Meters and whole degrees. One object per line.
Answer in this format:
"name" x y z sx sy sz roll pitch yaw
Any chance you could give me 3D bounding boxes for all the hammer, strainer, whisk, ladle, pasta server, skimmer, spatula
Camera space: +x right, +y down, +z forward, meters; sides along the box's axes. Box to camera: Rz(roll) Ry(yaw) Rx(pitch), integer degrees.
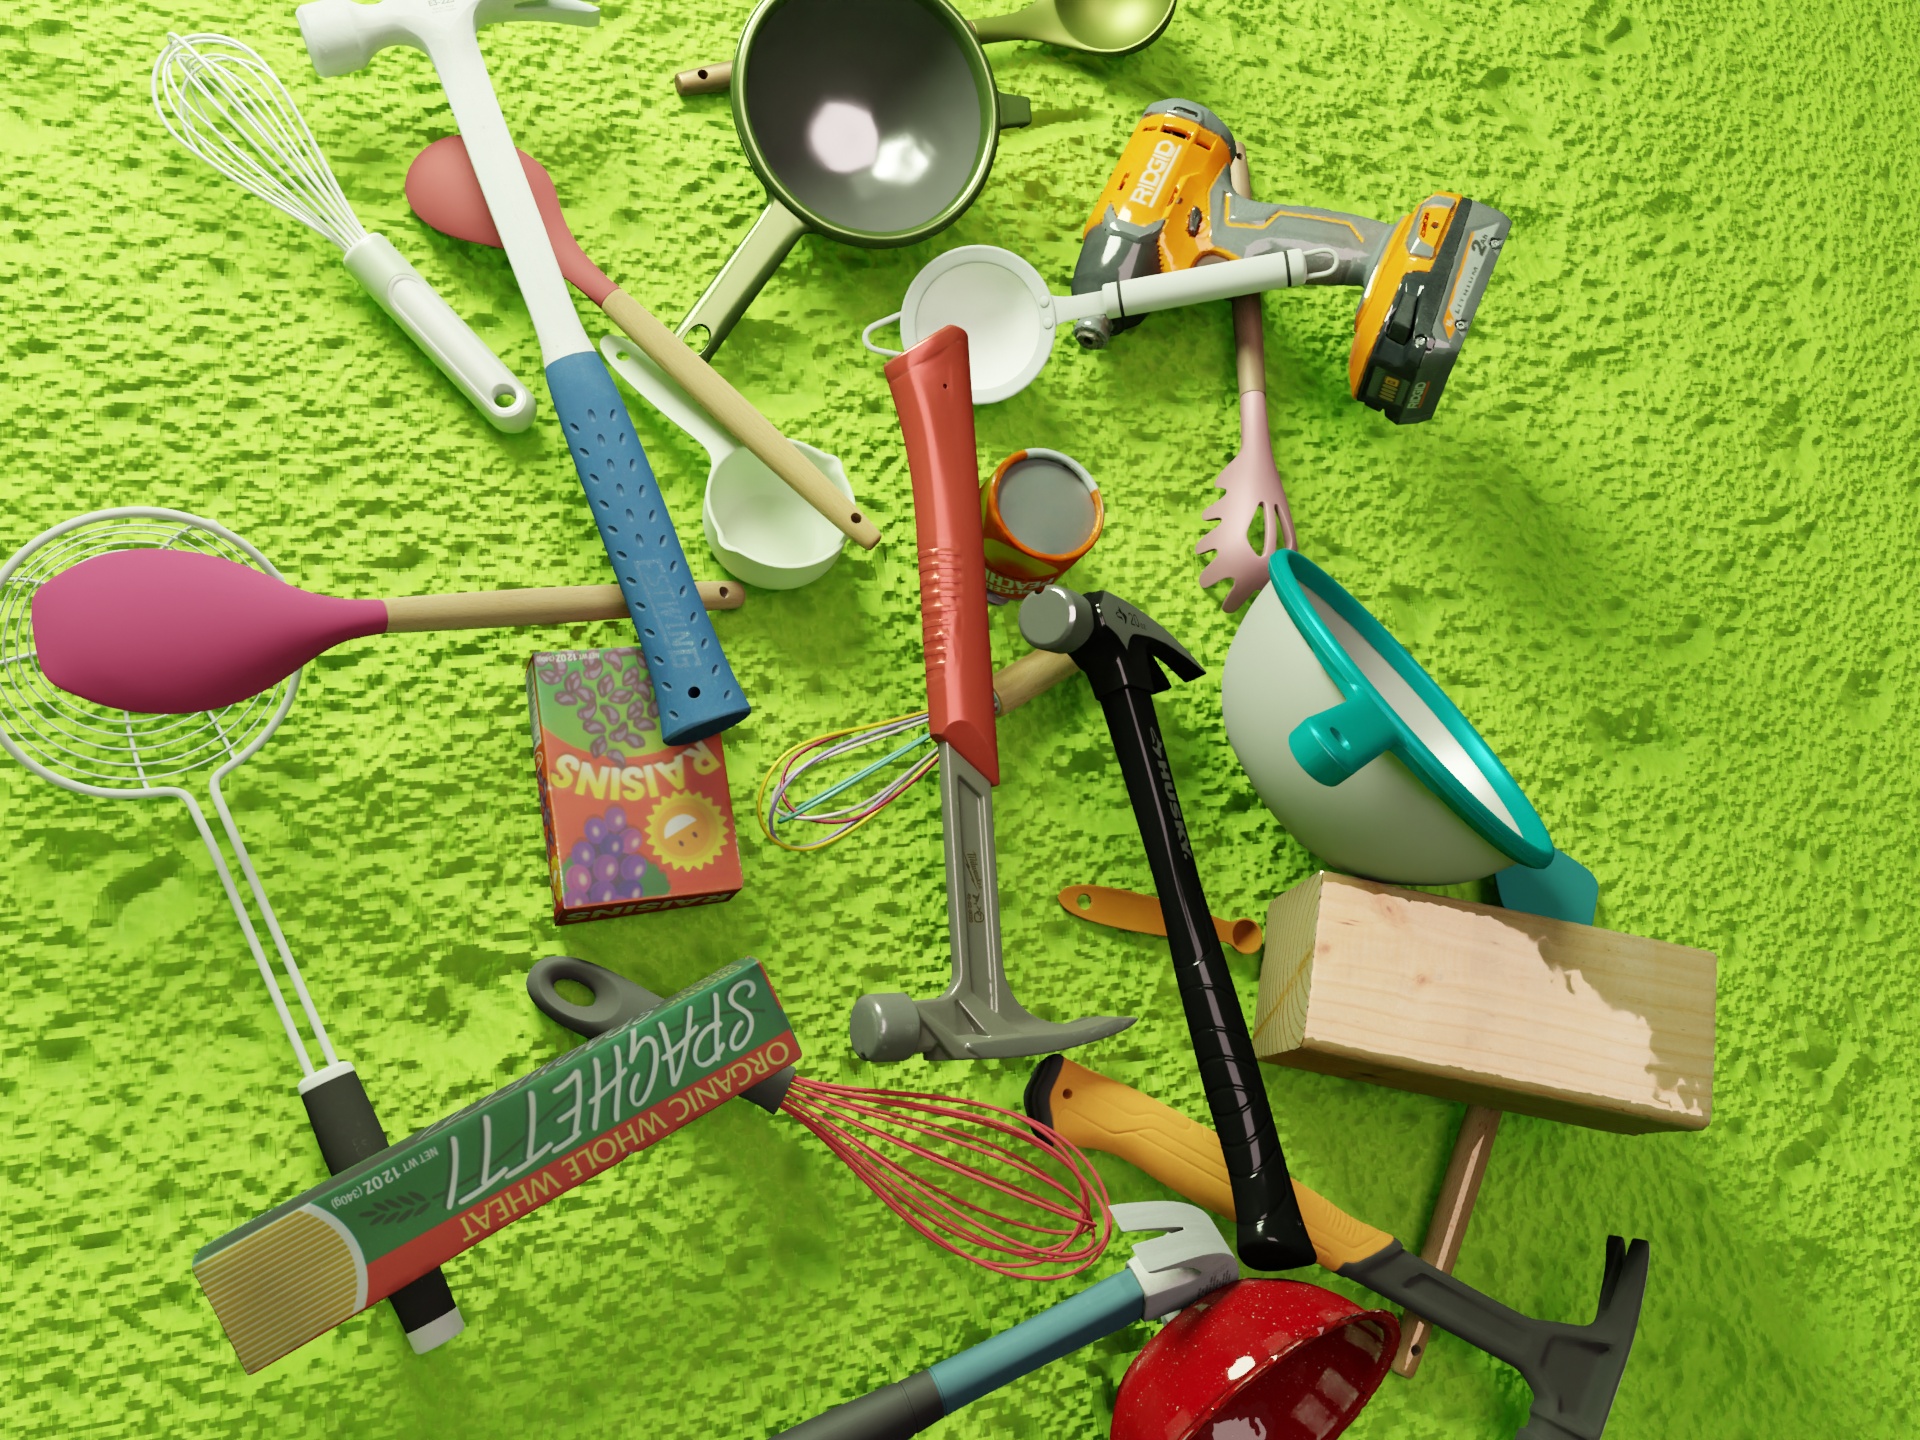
"hammer" 0.186 0.250 0.799 0.337 0.034 0.127 29 74 -5
"strainer" 0.076 -0.227 0.871 0.258 0.050 0.087 -8 93 10
"whisk" -0.063 0.179 0.735 0.296 0.073 0.073 26 67 -4
"hammer" -0.023 0.301 0.695 0.331 0.128 0.033 -20 49 -17
"hammer" 0.114 0.098 0.780 0.146 0.035 0.335 11 61 -58
"ladle" -0.014 -0.406 0.930 0.320 0.062 0.078 -20 83 -22
"pasta server" 0.170 -0.214 0.957 0.060 0.040 0.316 8 68 -18
"whisk" -0.002 -0.004 0.819 0.245 0.051 0.047 -30 80 -28
"ladle" -0.158 -0.193 0.802 0.315 0.031 0.069 42 65 4
"skimmer" -0.286 0.090 0.657 0.127 0.090 0.363 -23 83 -29
"hammer" -0.184 -0.183 0.762 0.144 0.035 0.406 -20 81 -14
"hammer" 0.008 -0.017 0.782 0.149 0.037 0.359 2 79 -33
"whisk" -0.298 -0.236 0.778 0.058 0.059 0.246 -45 97 -14
"spatula" 0.287 0.202 0.875 0.082 0.044 0.318 29 71 -10
"strainer" -0.088 -0.288 0.870 0.151 0.069 0.256 37 82 -19
"strainer" 0.180 0.022 0.778 0.211 0.095 0.340 52 21 11

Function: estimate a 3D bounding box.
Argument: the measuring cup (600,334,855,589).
"measuring cup" -0.127 -0.134 0.819 0.167 0.038 0.083 43 62 8

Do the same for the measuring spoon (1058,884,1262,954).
"measuring spoon" 0.106 0.105 0.844 0.117 0.011 0.021 13 72 -12

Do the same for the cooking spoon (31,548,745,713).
"cooking spoon" -0.232 -0.048 0.708 0.318 0.017 0.069 -8 83 -41

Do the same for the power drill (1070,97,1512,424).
"power drill" 0.179 -0.253 0.912 0.226 0.084 0.164 23 71 11
